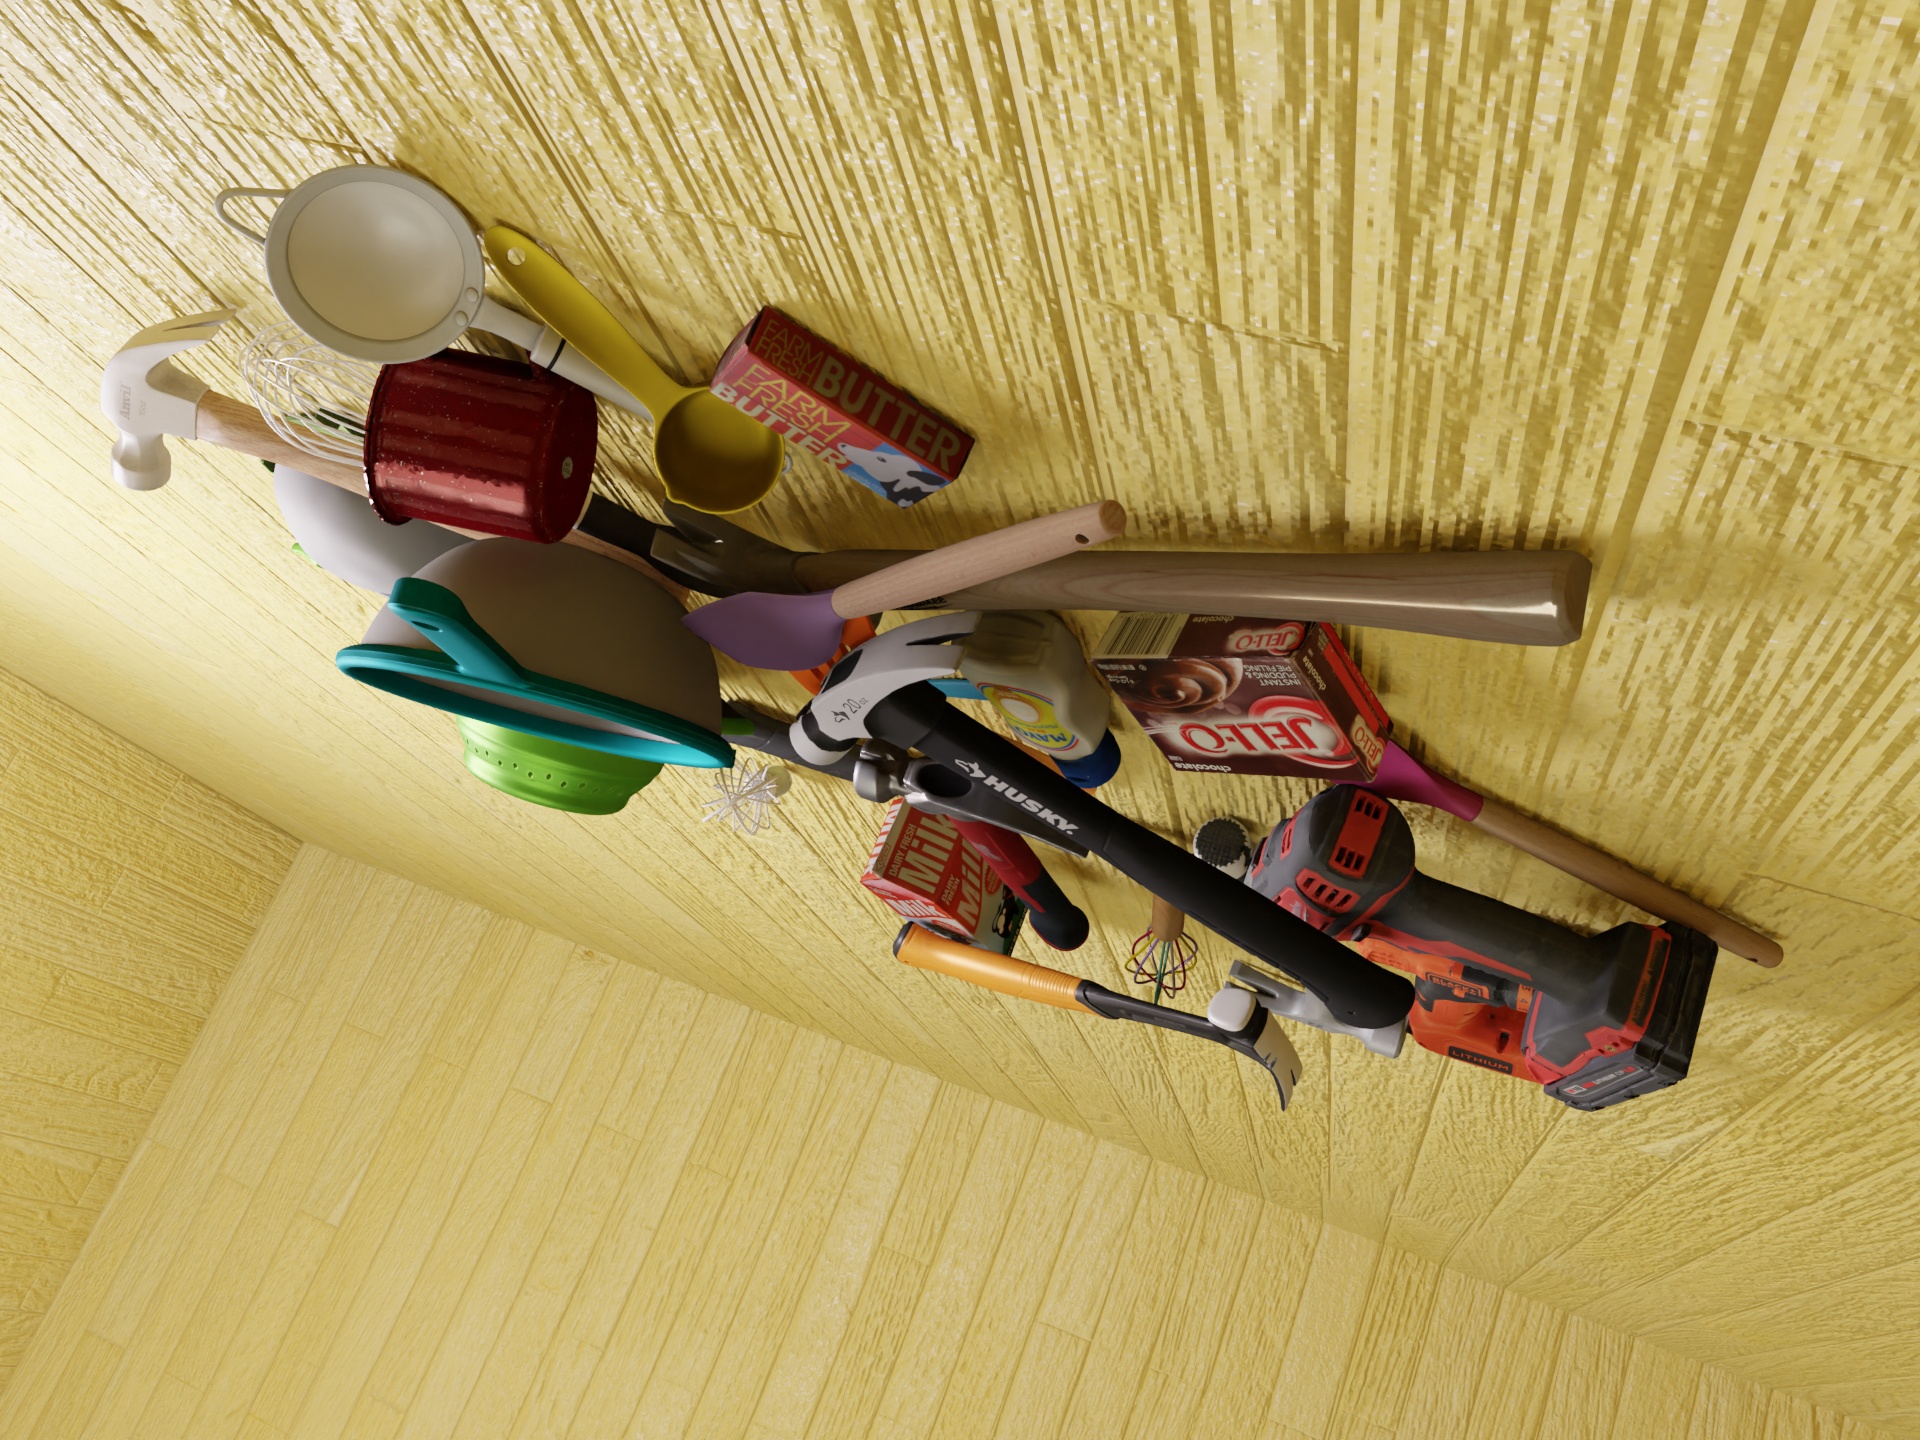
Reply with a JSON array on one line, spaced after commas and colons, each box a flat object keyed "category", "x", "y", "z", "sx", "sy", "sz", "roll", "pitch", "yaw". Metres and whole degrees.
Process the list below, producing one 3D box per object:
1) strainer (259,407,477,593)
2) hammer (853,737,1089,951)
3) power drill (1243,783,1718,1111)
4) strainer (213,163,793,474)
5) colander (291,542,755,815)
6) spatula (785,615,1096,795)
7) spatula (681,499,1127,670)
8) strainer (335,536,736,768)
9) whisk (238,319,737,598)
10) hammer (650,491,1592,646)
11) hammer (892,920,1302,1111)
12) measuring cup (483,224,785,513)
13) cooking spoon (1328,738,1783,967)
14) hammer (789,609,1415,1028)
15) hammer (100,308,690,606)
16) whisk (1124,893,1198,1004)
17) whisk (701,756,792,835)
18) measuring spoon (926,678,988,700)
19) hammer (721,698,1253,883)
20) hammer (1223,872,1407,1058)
[{"category": "strainer", "x": -0.330, "y": -0.094, "z": 1.015, "sx": 0.256, "sy": 0.069, "sz": 0.151, "roll": 35, "pitch": 158, "yaw": -30}, {"category": "hammer", "x": 0.053, "y": 0.102, "z": 1.049, "sx": 0.143, "sy": 0.038, "sz": 0.386, "roll": 15, "pitch": 165, "yaw": 20}, {"category": "power drill", "x": 0.257, "y": 0.124, "z": 0.855, "sx": 0.227, "sy": 0.080, "sz": 0.187, "roll": 25, "pitch": 157, "yaw": 4}, {"category": "strainer", "x": -0.187, "y": -0.167, "z": 0.691, "sx": 0.258, "sy": 0.050, "sz": 0.087, "roll": 25, "pitch": 119, "yaw": -24}, {"category": "colander", "x": -0.330, "y": -0.026, "z": 1.090, "sx": 0.397, "sy": 0.094, "sz": 0.204, "roll": 23, "pitch": -173, "yaw": 26}, {"category": "spatula", "x": -0.001, "y": -0.003, "z": 0.875, "sx": 0.081, "sy": 0.041, "sz": 0.322, "roll": 4, "pitch": 169, "yaw": 33}, {"category": "spatula", "x": -0.034, "y": -0.053, "z": 0.674, "sx": 0.059, "sy": 0.018, "sz": 0.316, "roll": 35, "pitch": 156, "yaw": -25}, {"category": "strainer", "x": -0.212, "y": -0.054, "z": 0.792, "sx": 0.211, "sy": 0.095, "sz": 0.340, "roll": 13, "pitch": 170, "yaw": 0}, {"category": "whisk", "x": -0.236, "y": -0.127, "z": 0.839, "sx": 0.284, "sy": 0.070, "sz": 0.070, "roll": 25, "pitch": 162, "yaw": -21}, {"category": "hammer", "x": 0.050, "y": -0.062, "z": 0.677, "sx": 0.411, "sy": 0.038, "sz": 0.146, "roll": 5, "pitch": 169, "yaw": 38}, {"category": "hammer", "x": 0.087, "y": 0.203, "z": 1.171, "sx": 0.337, "sy": 0.034, "sz": 0.127, "roll": 9, "pitch": 149, "yaw": 39}, {"category": "measuring cup", "x": -0.139, "y": -0.154, "z": 0.683, "sx": 0.156, "sy": 0.062, "sz": 0.029, "roll": 43, "pitch": -168, "yaw": -18}, {"category": "cooking spoon", "x": 0.280, "y": 0.055, "z": 0.800, "sx": 0.318, "sy": 0.017, "sz": 0.068, "roll": 26, "pitch": 157, "yaw": -8}, {"category": "hammer", "x": 0.084, "y": 0.059, "z": 0.773, "sx": 0.334, "sy": 0.035, "sz": 0.146, "roll": 32, "pitch": 148, "yaw": -12}, {"category": "hammer", "x": -0.309, "y": -0.133, "z": 0.891, "sx": 0.331, "sy": 0.031, "sz": 0.130, "roll": 19, "pitch": 136, "yaw": -10}, {"category": "whisk", "x": 0.138, "y": 0.149, "z": 1.091, "sx": 0.047, "sy": 0.051, "sz": 0.244, "roll": 24, "pitch": 162, "yaw": 15}, {"category": "whisk", "x": -0.148, "y": 0.050, "z": 1.160, "sx": 0.058, "sy": 0.059, "sz": 0.246, "roll": 59, "pitch": -179, "yaw": 0}, {"category": "measuring spoon", "x": -0.013, "y": -0.011, "z": 0.950, "sx": 0.129, "sy": 0.021, "sz": 0.042, "roll": 4, "pitch": 154, "yaw": 47}, {"category": "hammer", "x": 0.007, "y": 0.054, "z": 1.095, "sx": 0.409, "sy": 0.036, "sz": 0.149, "roll": 16, "pitch": 162, "yaw": 20}, {"category": "hammer", "x": 0.241, "y": 0.156, "z": 1.104, "sx": 0.144, "sy": 0.035, "sz": 0.405, "roll": 15, "pitch": 161, "yaw": 20}]
